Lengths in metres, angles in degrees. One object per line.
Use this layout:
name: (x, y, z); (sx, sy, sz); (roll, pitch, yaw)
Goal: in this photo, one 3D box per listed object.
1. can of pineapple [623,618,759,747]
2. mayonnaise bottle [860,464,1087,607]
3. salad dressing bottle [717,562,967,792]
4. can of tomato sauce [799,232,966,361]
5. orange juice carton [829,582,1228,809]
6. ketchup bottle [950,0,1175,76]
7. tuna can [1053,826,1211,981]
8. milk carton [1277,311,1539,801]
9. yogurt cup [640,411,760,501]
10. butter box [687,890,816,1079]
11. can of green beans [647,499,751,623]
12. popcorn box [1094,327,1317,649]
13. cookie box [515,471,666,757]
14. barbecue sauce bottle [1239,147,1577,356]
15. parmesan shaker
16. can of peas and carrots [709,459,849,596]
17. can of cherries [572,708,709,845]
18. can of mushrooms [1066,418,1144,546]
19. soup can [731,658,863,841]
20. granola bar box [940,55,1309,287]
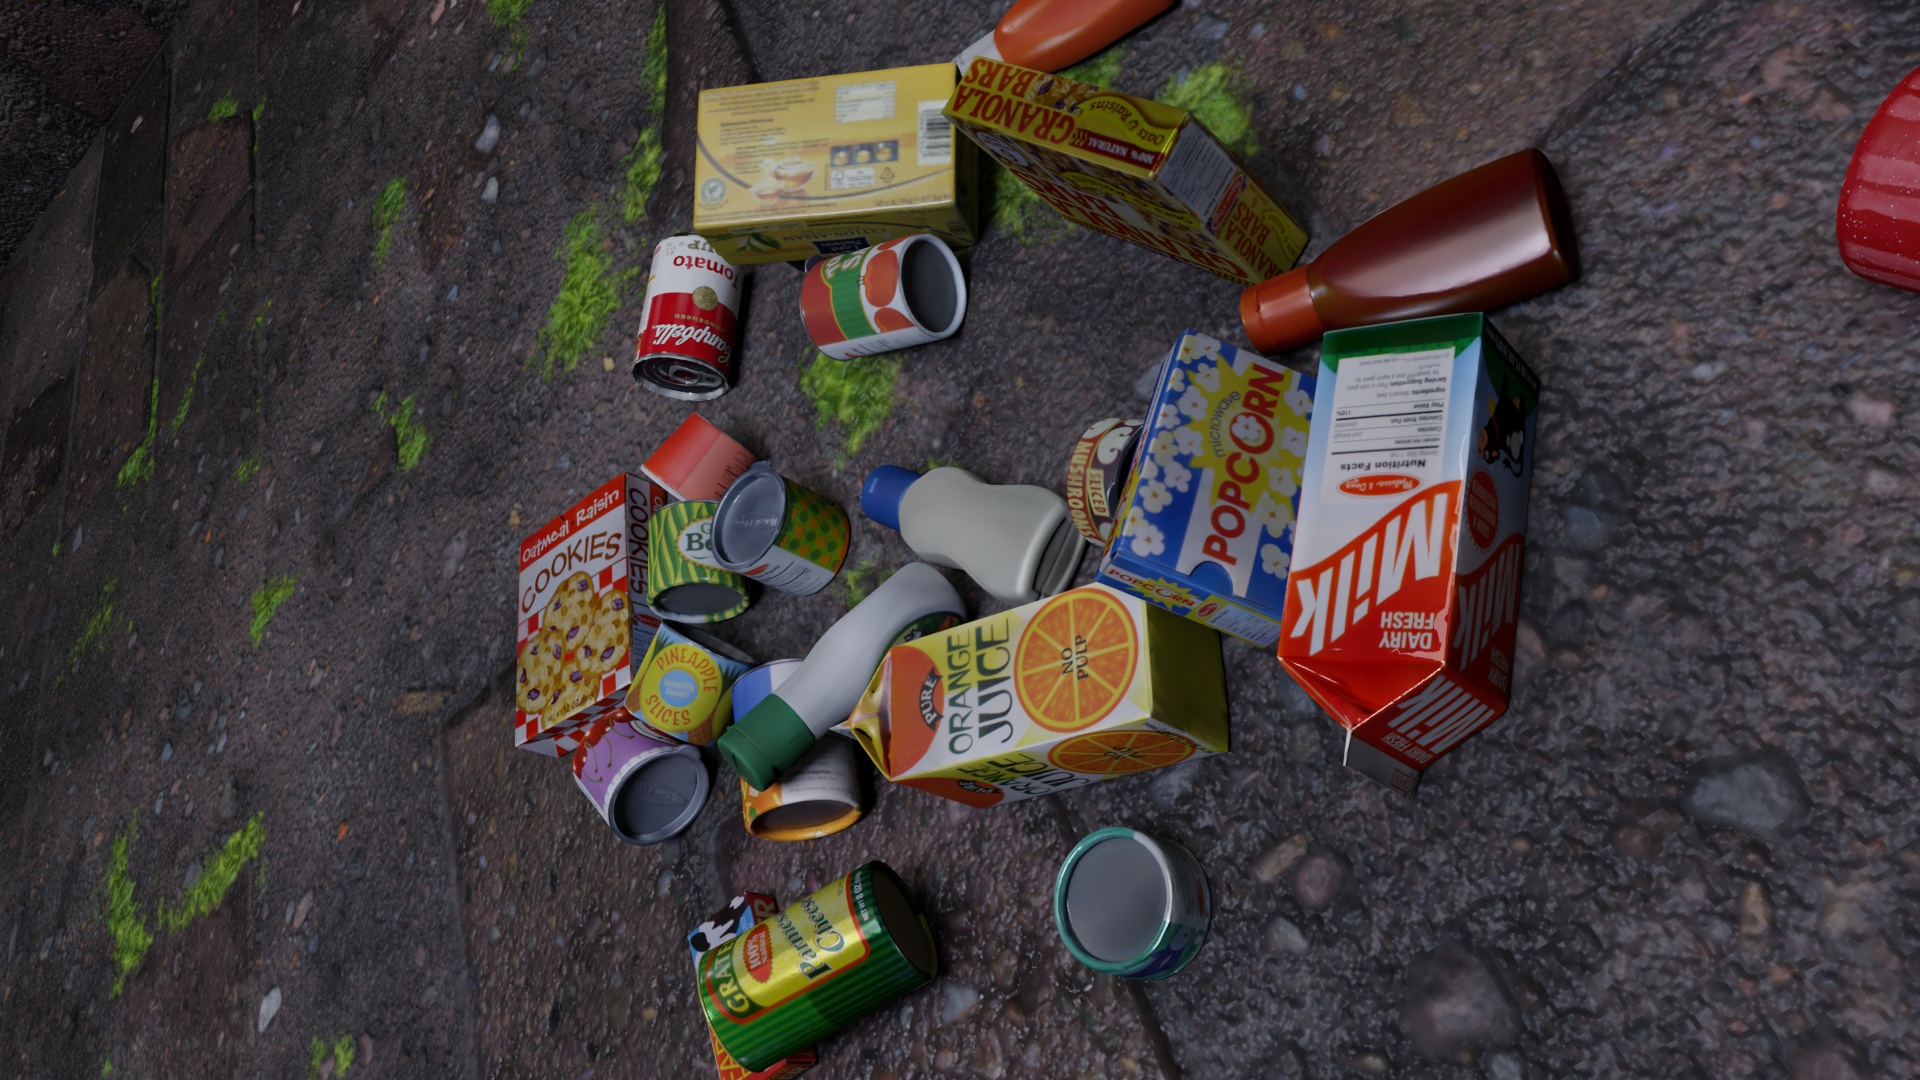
can of pineapple: (-0.166, 0.088, 0.857); (0.071, 0.071, 0.058); (25, 89, 45)
mayonnaise bottle: (0.003, -0.010, 0.775); (0.148, 0.041, 0.065); (21, 84, 46)
salad dressing bottle: (-0.062, 0.072, 0.742); (0.044, 0.064, 0.148); (39, 65, 24)
can of tomato sauce: (-0.048, -0.153, 0.864); (0.083, 0.071, 0.071); (-6, 68, 39)
orange juice carton: (0.029, 0.082, 0.687); (0.192, 0.072, 0.073); (-20, 58, 33)
ketchup bottle: (0.061, -0.322, 0.863); (0.148, 0.043, 0.065); (-24, 56, 32)
tuna can: (0.076, 0.167, 0.635); (0.071, 0.033, 0.071); (-18, 60, 34)
milk carton: (0.187, 0.008, 0.583); (0.073, 0.072, 0.191); (-2, 69, 41)
yogurt cup: (-0.171, -0.049, 0.929); (0.072, 0.072, 0.054); (34, 87, 44)
butter box: (-0.117, 0.253, 0.770); (0.053, 0.024, 0.104); (-41, 49, 21)
can of green beans: (-0.168, 0.014, 0.894); (0.071, 0.071, 0.058); (-24, 57, 32)
popcorn box: (0.120, -0.025, 0.629); (0.038, 0.085, 0.127); (119, 172, -63)
cookie box: (-0.259, 0.051, 0.975); (0.122, 0.040, 0.168); (-28, 54, 29)
barbecue sauce bottle: (0.204, -0.126, 0.649); (0.148, 0.043, 0.065); (-17, 60, 36)
parmesan shaker: (-0.072, 0.213, 0.705); (0.103, 0.071, 0.071); (-31, 52, 8)
can of peas and carrots: (-0.111, -0.007, 0.859); (0.071, 0.058, 0.071); (-18, 59, 34)
can of cherries: (-0.197, 0.144, 0.862); (0.058, 0.071, 0.071); (33, 94, 46)
can of mushrooms: (0.084, -0.027, 0.690); (0.033, 0.071, 0.071); (9, 77, 45)
soup can: (-0.093, 0.120, 0.782); (0.071, 0.071, 0.084); (-30, 54, 28)
granola bar box: (0.085, -0.192, 0.726); (0.166, 0.124, 0.039); (34, 95, 44)
